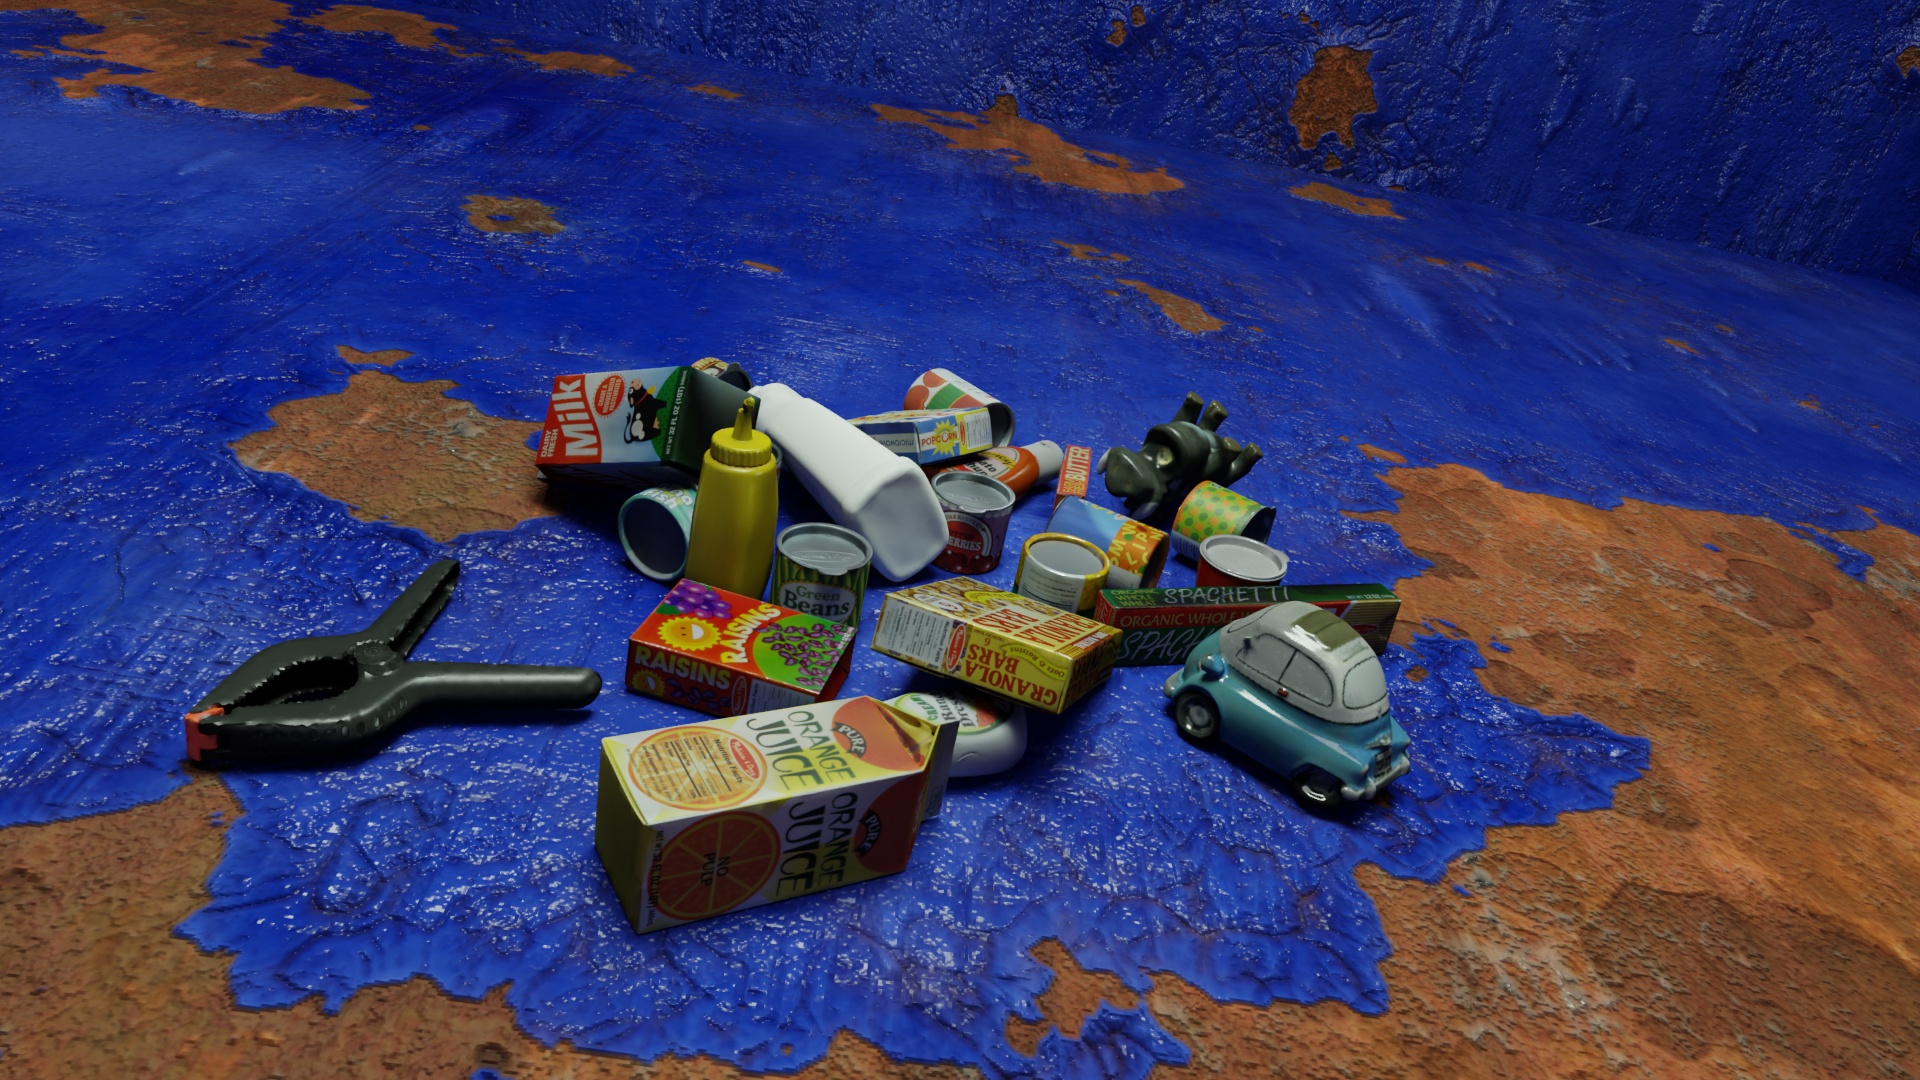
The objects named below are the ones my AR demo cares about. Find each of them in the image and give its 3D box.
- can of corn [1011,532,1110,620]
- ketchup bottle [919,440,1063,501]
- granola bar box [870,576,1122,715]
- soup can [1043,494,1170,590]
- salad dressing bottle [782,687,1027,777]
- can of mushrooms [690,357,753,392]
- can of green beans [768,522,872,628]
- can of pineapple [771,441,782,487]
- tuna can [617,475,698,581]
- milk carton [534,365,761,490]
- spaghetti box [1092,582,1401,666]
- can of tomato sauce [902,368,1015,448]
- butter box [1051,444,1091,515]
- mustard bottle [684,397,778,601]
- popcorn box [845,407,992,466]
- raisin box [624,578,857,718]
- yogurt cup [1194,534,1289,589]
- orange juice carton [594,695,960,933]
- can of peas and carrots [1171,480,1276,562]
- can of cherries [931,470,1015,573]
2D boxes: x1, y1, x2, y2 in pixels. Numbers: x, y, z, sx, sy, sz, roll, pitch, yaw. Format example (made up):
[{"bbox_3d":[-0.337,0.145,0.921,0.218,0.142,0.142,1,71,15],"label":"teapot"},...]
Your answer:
[{"bbox_3d":[0.072,0.034,1.014,0.071,0.058,0.071,9,27,-5],"label":"can of corn"},{"bbox_3d":[0.030,-0.054,1.182,0.065,0.043,0.149,27,30,34],"label":"ketchup bottle"},{"bbox_3d":[0.029,0.065,0.901,0.124,0.039,0.166,18,7,15],"label":"granola bar box"},{"bbox_3d":[0.111,0.008,1.068,0.084,0.071,0.072,23,29,20],"label":"soup can"},{"bbox_3d":[-0.035,0.116,0.830,0.148,0.043,0.064,0,26,-22],"label":"salad dressing bottle"},{"bbox_3d":[-0.211,-0.124,1.191,0.033,0.070,0.071,25,30,28],"label":"can of mushrooms"},{"bbox_3d":[-0.098,0.028,0.958,0.071,0.057,0.071,9,27,-5],"label":"can of green beans"},{"bbox_3d":[-0.174,-0.045,1.068,0.071,0.057,0.071,9,27,-5],"label":"can of pineapple"},{"bbox_3d":[-0.205,-0.009,0.972,0.071,0.070,0.033,23,30,21],"label":"tuna can"},{"bbox_3d":[-0.246,-0.080,1.029,0.190,0.072,0.073,0,-14,36],"label":"milk carton"},{"bbox_3d":[0.212,0.061,1.026,0.250,0.050,0.029,0,27,-22],"label":"spaghetti box"},{"bbox_3d":[-0.004,-0.108,1.251,0.071,0.070,0.083,-13,35,-39],"label":"can of tomato sauce"},{"bbox_3d":[0.091,-0.037,1.162,0.024,0.053,0.104,11,27,3],"label":"butter box"},{"bbox_3d":[-0.150,-0.023,0.926,0.049,0.159,0.065,16,26,12],"label":"mustard bottle"},{"bbox_3d":[-0.047,-0.086,1.167,0.085,0.038,0.126,-17,14,-43],"label":"popcorn box"},{"bbox_3d":[-0.137,0.074,0.877,0.123,0.040,0.086,16,28,6],"label":"raisin box"},{"bbox_3d":[0.212,0.034,1.073,0.072,0.053,0.073,9,27,-5],"label":"yogurt cup"},{"bbox_3d":[-0.088,0.137,0.738,0.193,0.071,0.073,-6,32,-30],"label":"orange juice carton"},{"bbox_3d":[0.216,-0.011,1.144,0.059,0.070,0.071,28,31,30],"label":"can of peas and carrots"},{"bbox_3d":[0.004,-0.014,1.078,0.071,0.058,0.072,10,27,-5],"label":"can of cherries"}]
